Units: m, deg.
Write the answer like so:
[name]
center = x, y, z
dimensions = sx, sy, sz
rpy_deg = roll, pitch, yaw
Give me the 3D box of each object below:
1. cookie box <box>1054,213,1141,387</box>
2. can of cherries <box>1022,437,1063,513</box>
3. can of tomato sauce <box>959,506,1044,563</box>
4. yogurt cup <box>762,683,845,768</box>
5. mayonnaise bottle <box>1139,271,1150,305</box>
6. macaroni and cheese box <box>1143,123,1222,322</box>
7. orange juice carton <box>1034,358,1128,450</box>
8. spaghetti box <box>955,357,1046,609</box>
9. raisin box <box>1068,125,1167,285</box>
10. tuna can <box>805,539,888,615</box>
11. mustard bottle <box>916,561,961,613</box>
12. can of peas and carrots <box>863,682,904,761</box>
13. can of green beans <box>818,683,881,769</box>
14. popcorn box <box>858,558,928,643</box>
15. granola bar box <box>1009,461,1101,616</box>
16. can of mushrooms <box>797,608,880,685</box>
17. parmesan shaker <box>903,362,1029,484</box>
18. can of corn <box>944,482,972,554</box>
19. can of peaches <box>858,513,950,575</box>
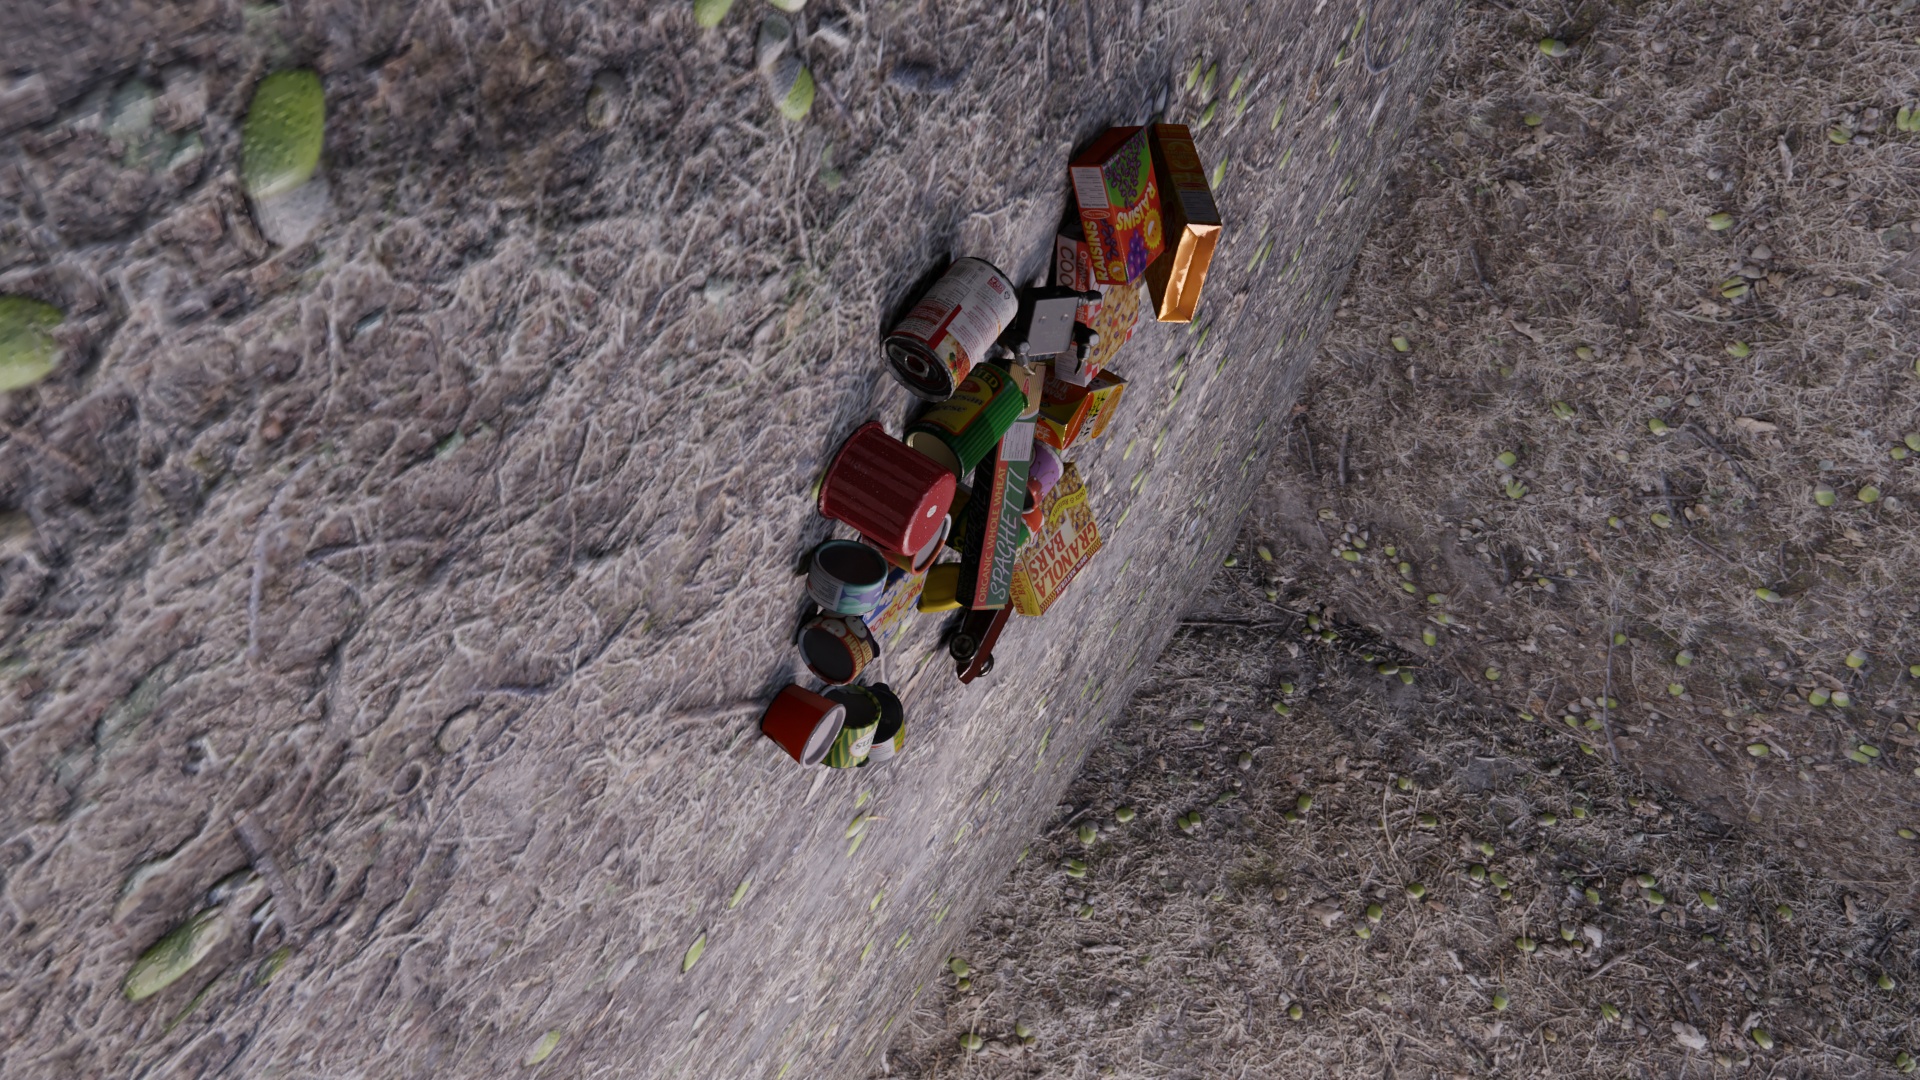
[cookie box]
center = 0.141, -0.258, 1.401
dimensions = 0.123, 0.040, 0.166
rpy_deg = -48, 148, -40
[can of cherries]
center = 0.069, -0.074, 1.518
dimensions = 0.059, 0.071, 0.071
rpy_deg = -50, 162, -29
[can of tomato sauce]
center = 0.047, -0.006, 1.557
dimensions = 0.083, 0.071, 0.070
rpy_deg = -52, 163, -28
[yogurt cup]
center = -0.147, 0.170, 1.291
dimensions = 0.073, 0.054, 0.072
rpy_deg = -53, 163, -24
[mayonnaise bottle]
center = 0.209, -0.307, 1.584
dimensions = 0.148, 0.041, 0.064
rpy_deg = -55, 163, -16
[macaroni and cheese box]
center = 0.214, -0.321, 1.402
dimensions = 0.123, 0.040, 0.167
rpy_deg = 101, -13, -49
[orange juice carton]
center = 0.111, -0.149, 1.500
dimensions = 0.193, 0.072, 0.072
rpy_deg = -25, 141, -65
[spaghetti box]
center = 0.039, -0.054, 1.364
dimensions = 0.050, 0.029, 0.249
rpy_deg = -1, 104, -43
[raisin box]
center = 0.150, -0.312, 1.297
dimensions = 0.086, 0.040, 0.122
rpy_deg = -49, 134, -38
[tuna can]
center = -0.094, 0.030, 1.182
dimensions = 0.071, 0.071, 0.032
rpy_deg = -40, 154, -52
[mustard bottle]
center = -0.018, 0.050, 1.471
dimensions = 0.160, 0.065, 0.049
rpy_deg = 72, 5, -88
[can of peas and carrots]
center = -0.092, 0.195, 1.491
dimensions = 0.071, 0.071, 0.058
rpy_deg = -53, 164, -24
[can of green beans]
center = -0.117, 0.185, 1.391
dimensions = 0.071, 0.071, 0.057
rpy_deg = -40, 155, -51
[popcorn box]
center = -0.080, 0.057, 1.332
dimensions = 0.127, 0.038, 0.084
rpy_deg = -42, 157, -49
[granola bar box]
center = 0.106, -0.004, 1.692
dimensions = 0.166, 0.039, 0.123
rpy_deg = -45, 124, -43
[can of mushrooms]
center = -0.110, 0.095, 1.246
dimensions = 0.034, 0.071, 0.070
rpy_deg = -41, 155, -47
[parmesan shaker]
center = 0.006, -0.104, 1.250
dimensions = 0.103, 0.071, 0.071
rpy_deg = -49, 161, -34
[can of corn]
center = 0.005, -0.018, 1.426
dimensions = 0.071, 0.058, 0.071
rpy_deg = -53, 163, -24
[can of peaches]
center = -0.051, -0.008, 1.271
dimensions = 0.071, 0.058, 0.071
rpy_deg = -54, 163, -24
